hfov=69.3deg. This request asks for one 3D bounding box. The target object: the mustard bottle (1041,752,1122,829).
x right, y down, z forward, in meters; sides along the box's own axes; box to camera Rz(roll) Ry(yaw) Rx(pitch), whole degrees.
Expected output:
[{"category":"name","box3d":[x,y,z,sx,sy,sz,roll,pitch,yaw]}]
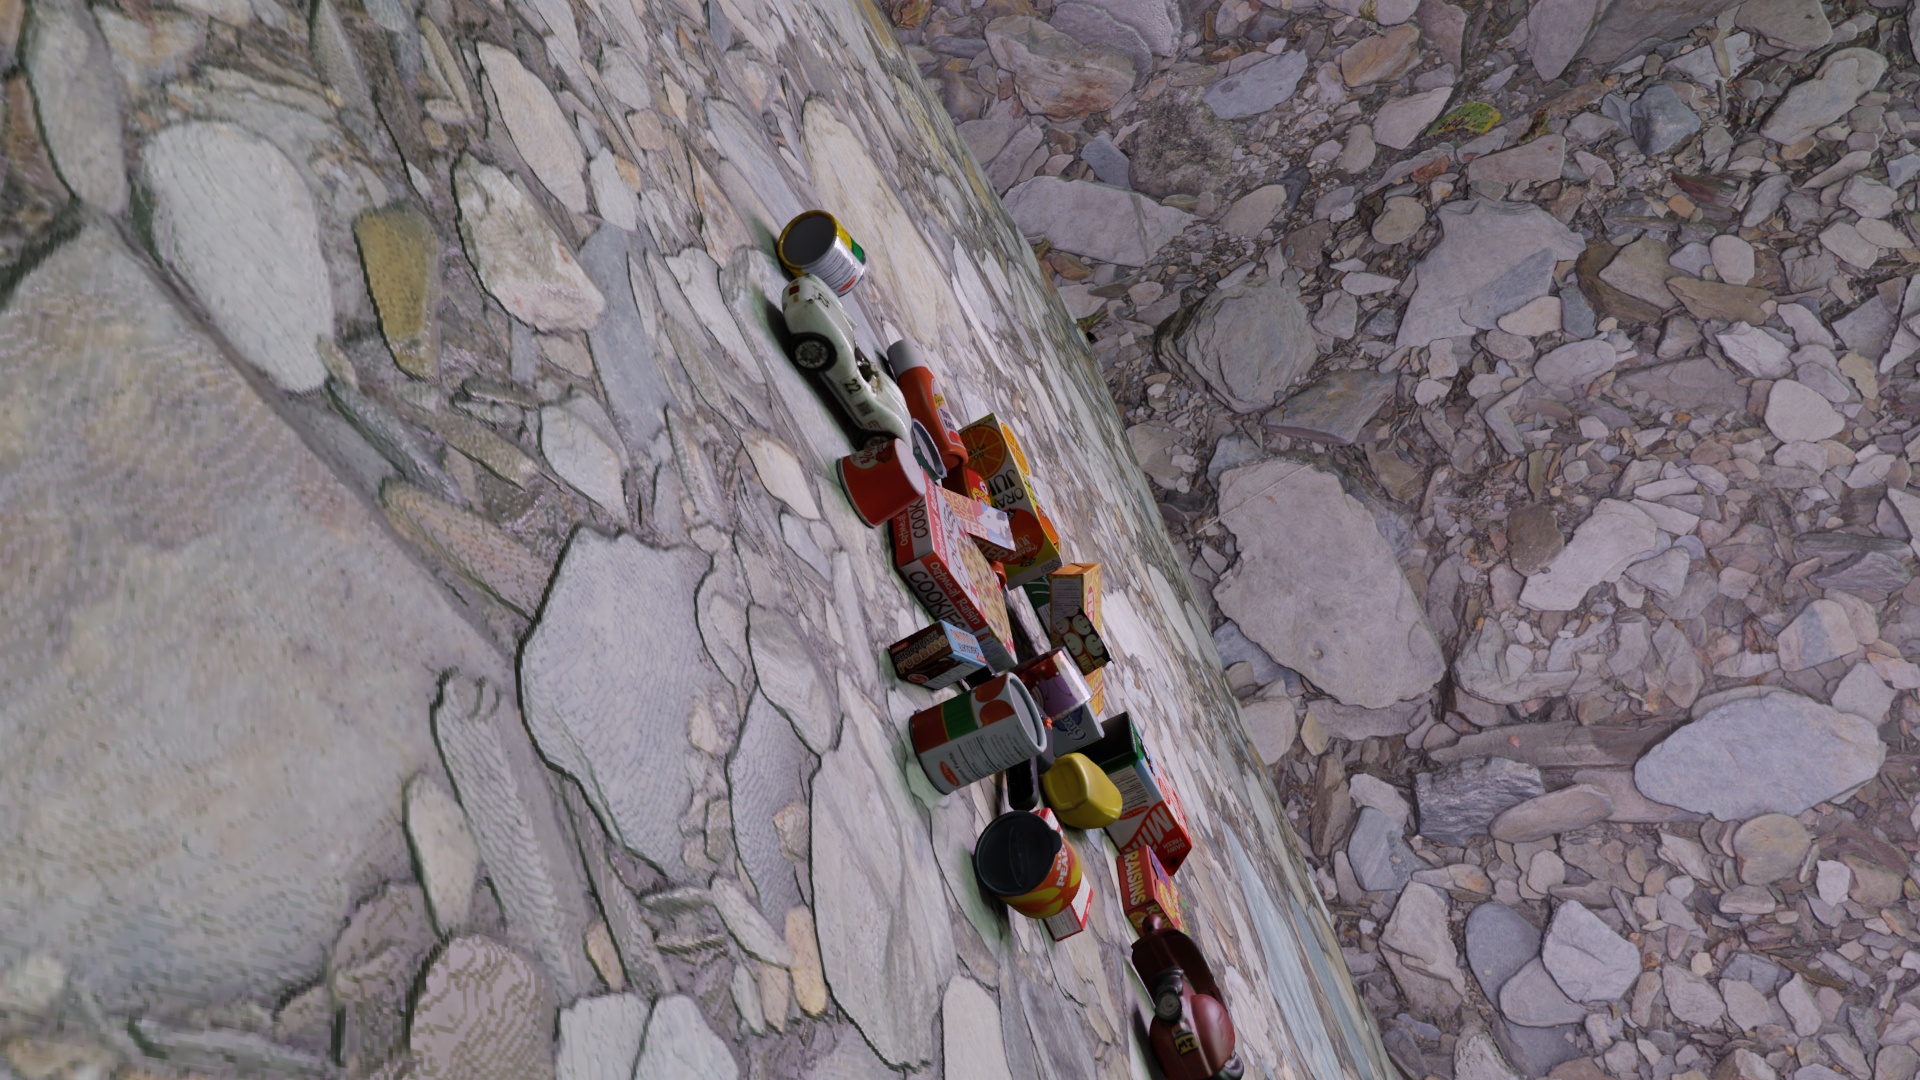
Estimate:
[{"category":"mustard bottle","box3d":[0.126,0.253,1.360,0.160,0.049,0.065,43,25,-59]}]

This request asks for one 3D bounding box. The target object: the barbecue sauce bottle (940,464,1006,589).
[{"category":"barbecue sauce bottle","box3d":[0.016,-0.009,1.442,0.064,0.043,0.149,47,21,-43]}]

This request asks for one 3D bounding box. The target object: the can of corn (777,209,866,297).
[{"category":"can of corn","box3d":[-0.133,-0.272,1.318,0.058,0.071,0.071,42,25,-59]}]

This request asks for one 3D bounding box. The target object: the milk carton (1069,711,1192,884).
[{"category":"milk carton","box3d":[0.191,0.285,1.497,0.190,0.073,0.073,58,14,-25]}]

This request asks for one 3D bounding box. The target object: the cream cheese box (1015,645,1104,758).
[{"category":"cream cheese box","box3d":[0.103,0.165,1.425,0.104,0.053,0.024,65,11,6]}]

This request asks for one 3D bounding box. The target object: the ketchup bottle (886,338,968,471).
[{"category":"ketchup bottle","box3d":[-0.039,-0.146,1.491,0.149,0.043,0.064,68,14,20]}]

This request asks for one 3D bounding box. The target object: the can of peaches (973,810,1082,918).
[{"category":"can of peaches","box3d":[0.054,0.244,1.044,0.058,0.071,0.071,51,18,-49]}]

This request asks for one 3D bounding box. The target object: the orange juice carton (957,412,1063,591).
[{"category":"orange juice carton","box3d":[0.052,-0.041,1.581,0.073,0.071,0.193,34,32,-64]}]

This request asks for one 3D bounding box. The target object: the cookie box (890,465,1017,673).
[{"category":"cookie box","box3d":[-0.009,0.030,1.280,0.167,0.040,0.123,55,16,-38]}]

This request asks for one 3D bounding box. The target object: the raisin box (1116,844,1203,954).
[{"category":"raisin box","box3d":[0.209,0.390,1.442,0.123,0.040,0.086,57,15,-24]}]

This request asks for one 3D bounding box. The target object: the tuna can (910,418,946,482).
[{"category":"tuna can","box3d":[-0.044,-0.083,1.373,0.071,0.033,0.071,58,14,-24]}]

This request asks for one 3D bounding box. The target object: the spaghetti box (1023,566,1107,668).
[{"category":"spaghetti box","box3d":[0.100,0.045,1.652,0.250,0.050,0.029,64,11,0]}]

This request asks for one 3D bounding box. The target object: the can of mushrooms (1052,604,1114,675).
[{"category":"can of mushrooms","box3d":[0.124,0.103,1.403,0.071,0.033,0.071,59,-2,3]}]

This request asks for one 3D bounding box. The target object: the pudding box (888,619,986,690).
[{"category":"pudding box","box3d":[-0.017,0.092,1.105,0.030,0.049,0.083,67,13,20]}]

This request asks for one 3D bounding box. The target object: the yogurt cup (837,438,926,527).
[{"category":"yogurt cup","box3d":[-0.065,-0.052,1.184,0.072,0.054,0.073,58,15,-25]}]

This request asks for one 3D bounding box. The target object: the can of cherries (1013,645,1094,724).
[{"category":"can of cherries","box3d":[0.088,0.146,1.377,0.058,0.071,0.071,60,13,0]}]

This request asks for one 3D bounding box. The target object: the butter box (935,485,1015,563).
[{"category":"butter box","box3d":[0.005,-0.017,1.370,0.103,0.024,0.053,20,40,-35]}]

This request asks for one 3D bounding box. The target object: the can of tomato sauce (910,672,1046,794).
[{"category":"can of tomato sauce","box3d":[0.014,0.144,1.050,0.071,0.083,0.071,59,14,-24]}]

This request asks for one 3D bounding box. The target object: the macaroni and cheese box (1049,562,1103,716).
[{"category":"macaroni and cheese box","box3d":[0.126,0.112,1.504,0.124,0.040,0.166,-15,105,-75]}]
